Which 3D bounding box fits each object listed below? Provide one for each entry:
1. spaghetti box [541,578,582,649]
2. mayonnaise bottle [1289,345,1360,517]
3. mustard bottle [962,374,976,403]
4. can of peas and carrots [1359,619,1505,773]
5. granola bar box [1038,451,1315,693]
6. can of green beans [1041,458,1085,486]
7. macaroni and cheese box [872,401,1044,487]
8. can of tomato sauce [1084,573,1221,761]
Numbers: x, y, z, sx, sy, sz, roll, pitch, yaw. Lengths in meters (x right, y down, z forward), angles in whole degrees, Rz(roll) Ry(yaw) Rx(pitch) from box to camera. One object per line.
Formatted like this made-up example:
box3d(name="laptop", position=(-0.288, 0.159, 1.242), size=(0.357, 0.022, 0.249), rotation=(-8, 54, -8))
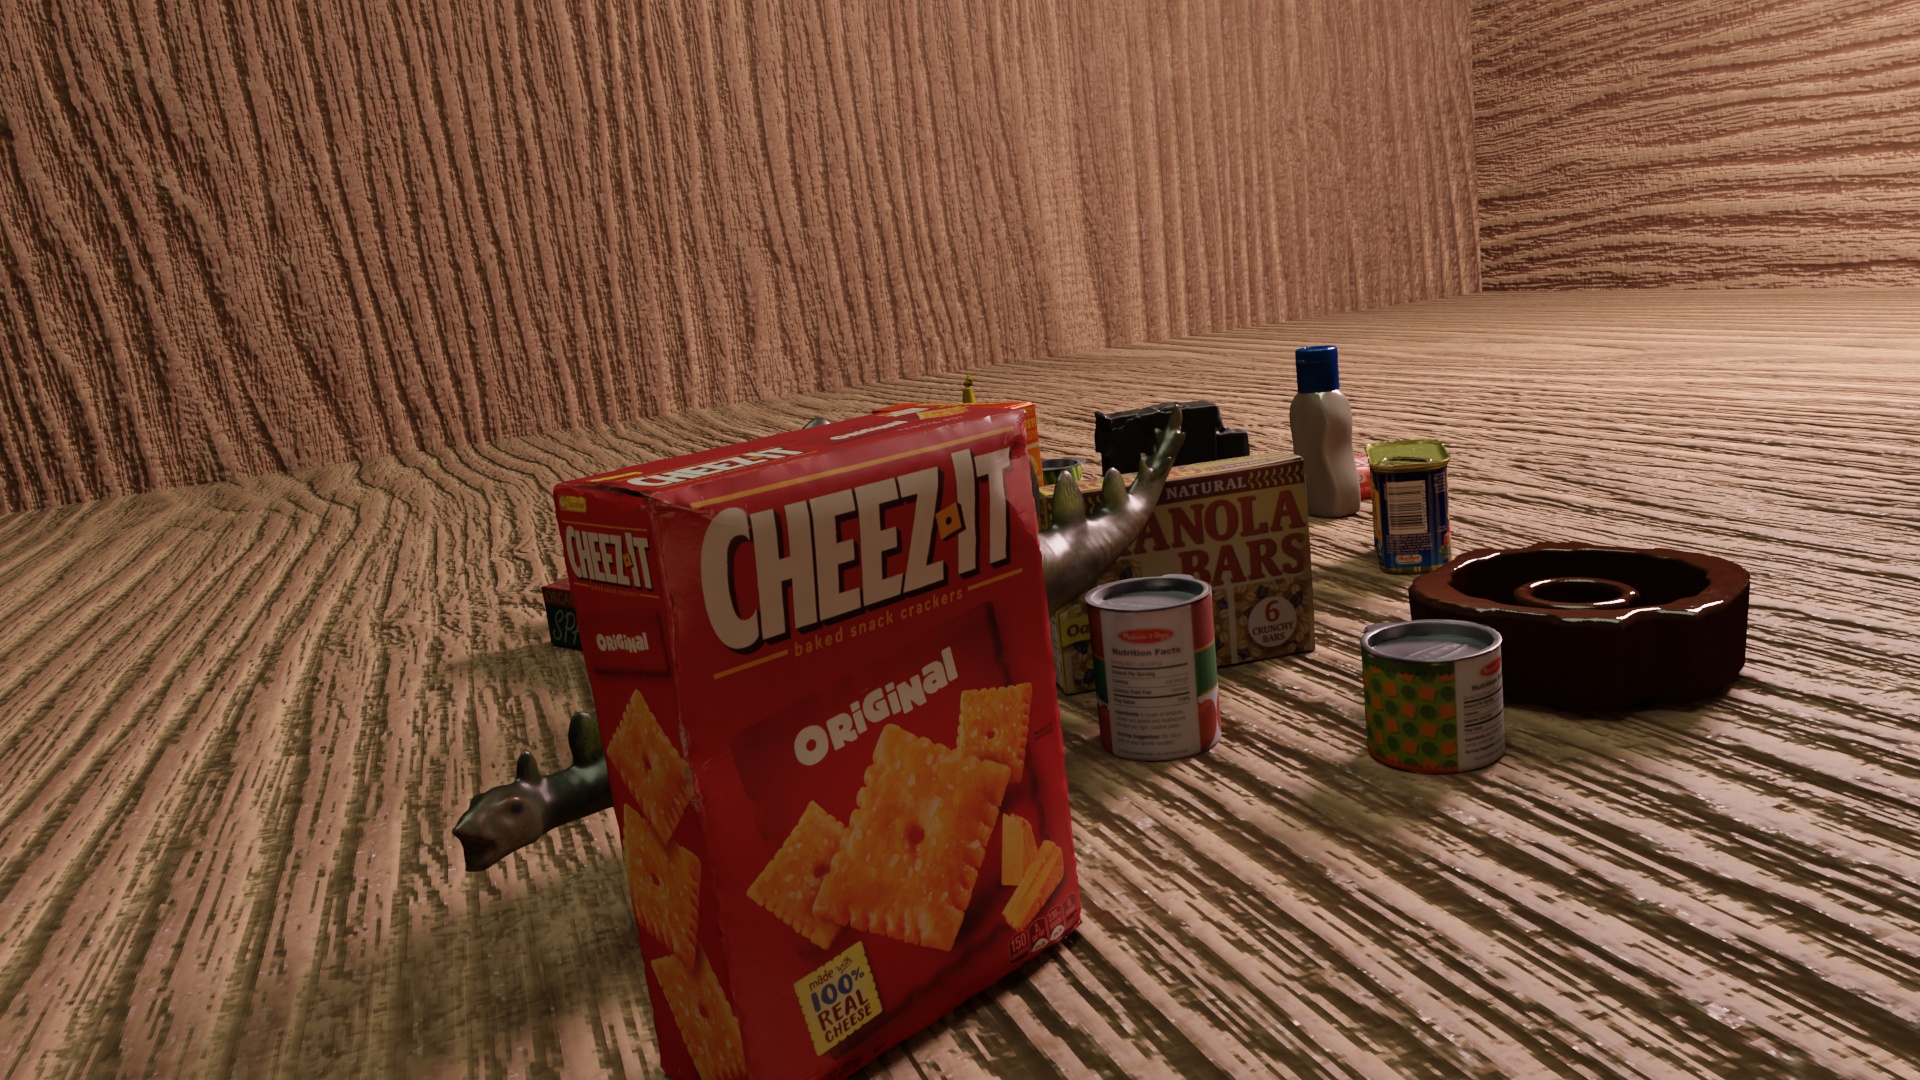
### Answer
box3d(name="spaghetti box", position=(-0.228, 0.062, 1.021), size=(0.250, 0.050, 0.029), rotation=(4, 16, 42))
box3d(name="mayonnaise bottle", position=(0.319, -0.096, 1.225), size=(0.041, 0.147, 0.065), rotation=(-12, 13, -24))
box3d(name="mustard bottle", position=(0.012, -0.065, 1.217), size=(0.065, 0.159, 0.049), rotation=(-7, 12, -1))
box3d(name="can of peas and carrots", position=(0.231, 0.076, 0.687), size=(0.071, 0.058, 0.071), rotation=(-6, 12, 1))
box3d(name="granola bar box", position=(0.132, 0.018, 0.853), size=(0.166, 0.124, 0.039), rotation=(-9, 12, -10))
box3d(name="can of green beans", position=(0.085, -0.044, 1.327), size=(0.071, 0.057, 0.071), rotation=(-6, 12, 1))
box3d(name="macaroni and cheese box", position=(0.003, -0.012, 0.963), size=(0.123, 0.166, 0.040), rotation=(4, 16, 43))
box3d(name="can of tomato sauce", position=(0.104, 0.066, 0.741), size=(0.071, 0.083, 0.071), rotation=(-6, 12, 1))
